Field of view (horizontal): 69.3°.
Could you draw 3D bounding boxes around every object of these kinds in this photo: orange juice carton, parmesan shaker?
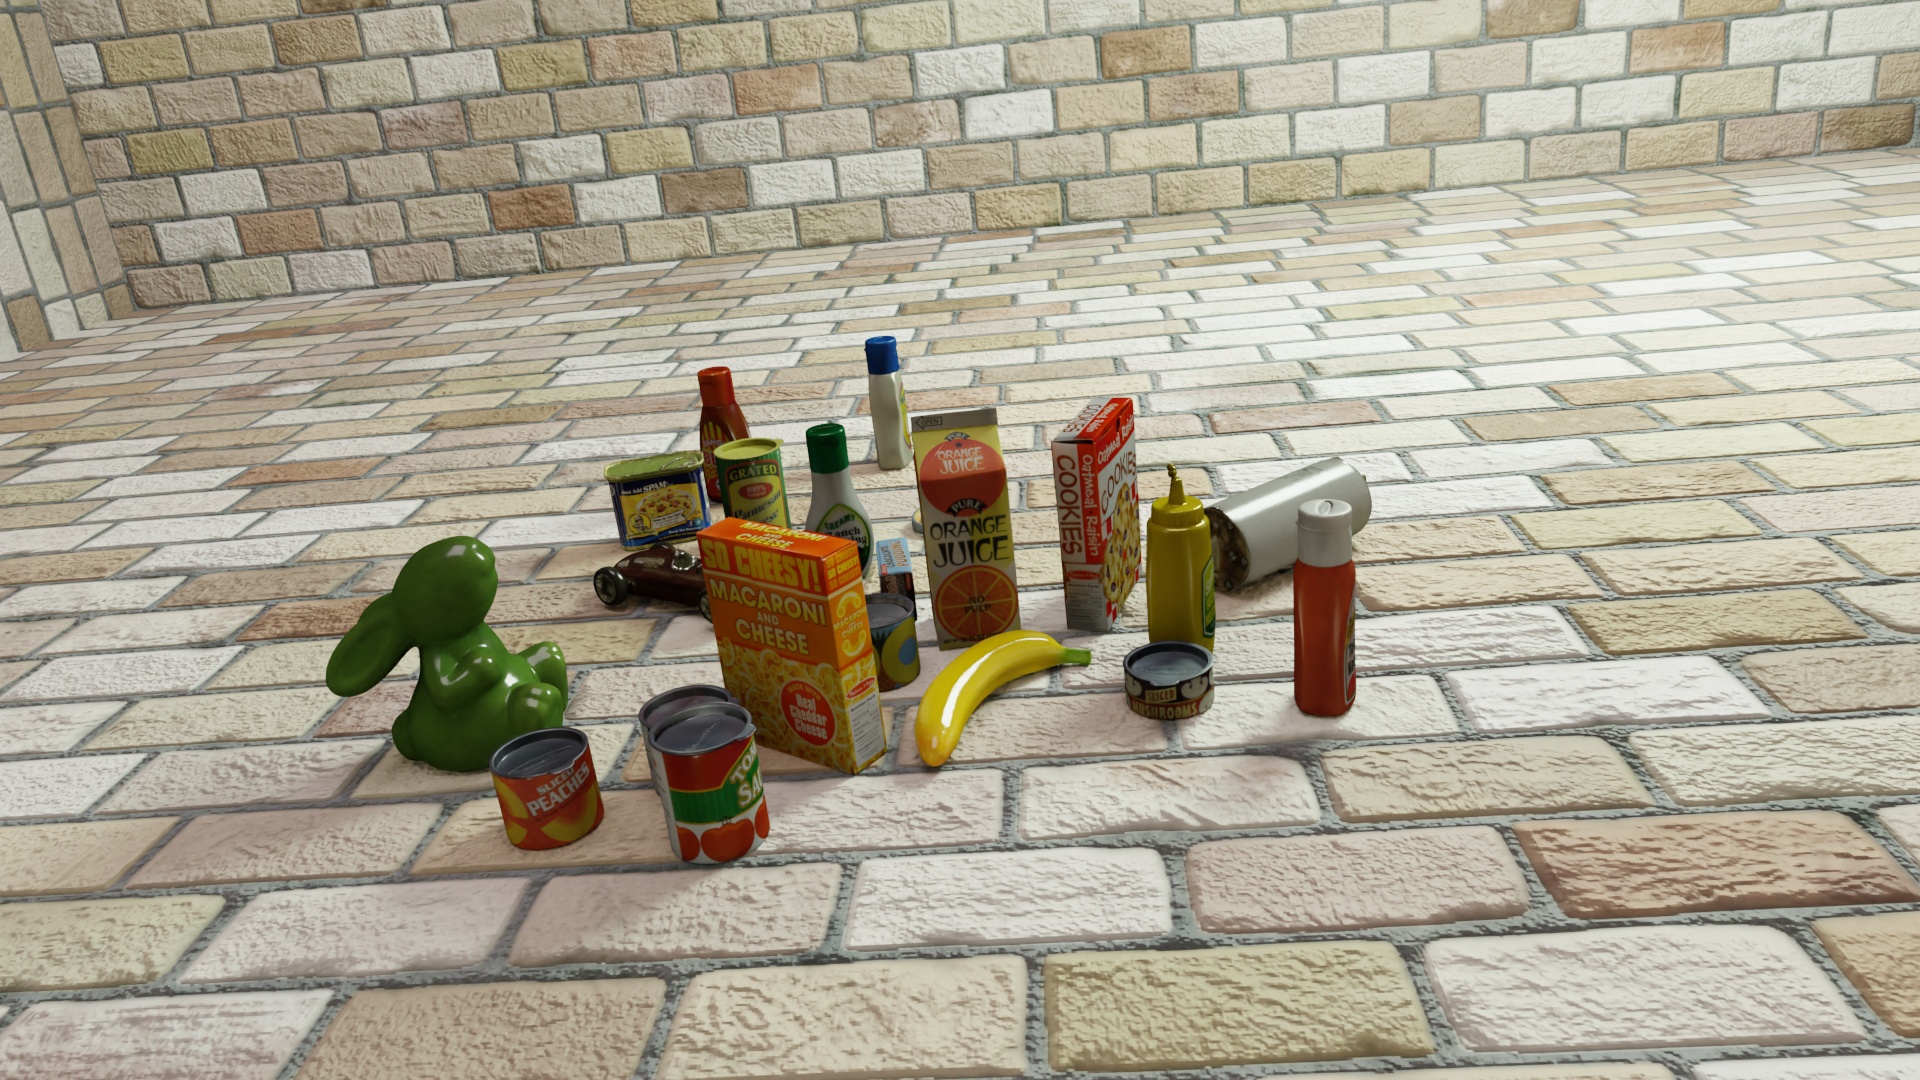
[{"bbox_3d":[0.004,-0.014,1.141,0.072,0.192,0.073,-7,21,-3],"label":"orange juice carton"},{"bbox_3d":[-0.205,-0.046,1.401,0.071,0.102,0.071,-5,21,2],"label":"parmesan shaker"}]

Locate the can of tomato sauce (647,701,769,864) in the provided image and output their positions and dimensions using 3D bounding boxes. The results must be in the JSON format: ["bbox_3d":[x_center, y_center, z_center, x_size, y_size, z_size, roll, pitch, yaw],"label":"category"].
[{"bbox_3d":[-0.160,0.157,0.900,0.071,0.082,0.071,-5,21,2],"label":"can of tomato sauce"}]

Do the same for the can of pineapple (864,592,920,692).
[{"bbox_3d":[-0.068,0.082,1.101,0.071,0.057,0.071,-5,21,2],"label":"can of pineapple"}]

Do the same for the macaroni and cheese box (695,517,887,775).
[{"bbox_3d":[-0.120,0.073,0.989,0.124,0.165,0.040,10,26,35],"label":"macaroni and cheese box"}]

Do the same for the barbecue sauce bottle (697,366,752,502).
[{"bbox_3d":[-0.261,-0.117,1.536,0.065,0.148,0.044,5,23,26],"label":"barbecue sauce bottle"}]

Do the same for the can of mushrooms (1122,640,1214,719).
[{"bbox_3d":[0.153,0.103,1.019,0.071,0.033,0.071,-5,21,2],"label":"can of mushrooms"}]

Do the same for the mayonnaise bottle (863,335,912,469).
[{"bbox_3d":[-0.083,-0.159,1.596,0.041,0.147,0.065,-4,21,7],"label":"mayonnaise bottle"}]

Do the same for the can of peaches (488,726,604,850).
[{"bbox_3d":[-0.278,0.168,0.938,0.071,0.057,0.071,-5,21,2],"label":"can of peaches"}]

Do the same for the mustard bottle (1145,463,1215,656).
[{"bbox_3d":[0.167,0.018,1.058,0.049,0.159,0.065,2,22,21],"label":"mustard bottle"}]

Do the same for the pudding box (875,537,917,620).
[{"bbox_3d":[-0.057,0.035,1.229,0.030,0.049,0.084,-7,21,-3],"label":"pudding box"}]

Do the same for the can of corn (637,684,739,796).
[{"bbox_3d":[-0.186,0.142,0.978,0.071,0.058,0.071,-5,21,2],"label":"can of corn"}]

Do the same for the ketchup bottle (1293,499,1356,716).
[{"bbox_3d":[0.257,0.046,0.980,0.043,0.148,0.065,2,22,20],"label":"ketchup bottle"}]

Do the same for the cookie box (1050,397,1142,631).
[{"bbox_3d":[0.119,-0.025,1.172,0.040,0.166,0.123,2,23,21],"label":"cookie box"}]

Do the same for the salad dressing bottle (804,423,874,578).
[{"bbox_3d":[-0.116,-0.034,1.285,0.064,0.147,0.044,-12,22,-14],"label":"salad dressing bottle"}]
